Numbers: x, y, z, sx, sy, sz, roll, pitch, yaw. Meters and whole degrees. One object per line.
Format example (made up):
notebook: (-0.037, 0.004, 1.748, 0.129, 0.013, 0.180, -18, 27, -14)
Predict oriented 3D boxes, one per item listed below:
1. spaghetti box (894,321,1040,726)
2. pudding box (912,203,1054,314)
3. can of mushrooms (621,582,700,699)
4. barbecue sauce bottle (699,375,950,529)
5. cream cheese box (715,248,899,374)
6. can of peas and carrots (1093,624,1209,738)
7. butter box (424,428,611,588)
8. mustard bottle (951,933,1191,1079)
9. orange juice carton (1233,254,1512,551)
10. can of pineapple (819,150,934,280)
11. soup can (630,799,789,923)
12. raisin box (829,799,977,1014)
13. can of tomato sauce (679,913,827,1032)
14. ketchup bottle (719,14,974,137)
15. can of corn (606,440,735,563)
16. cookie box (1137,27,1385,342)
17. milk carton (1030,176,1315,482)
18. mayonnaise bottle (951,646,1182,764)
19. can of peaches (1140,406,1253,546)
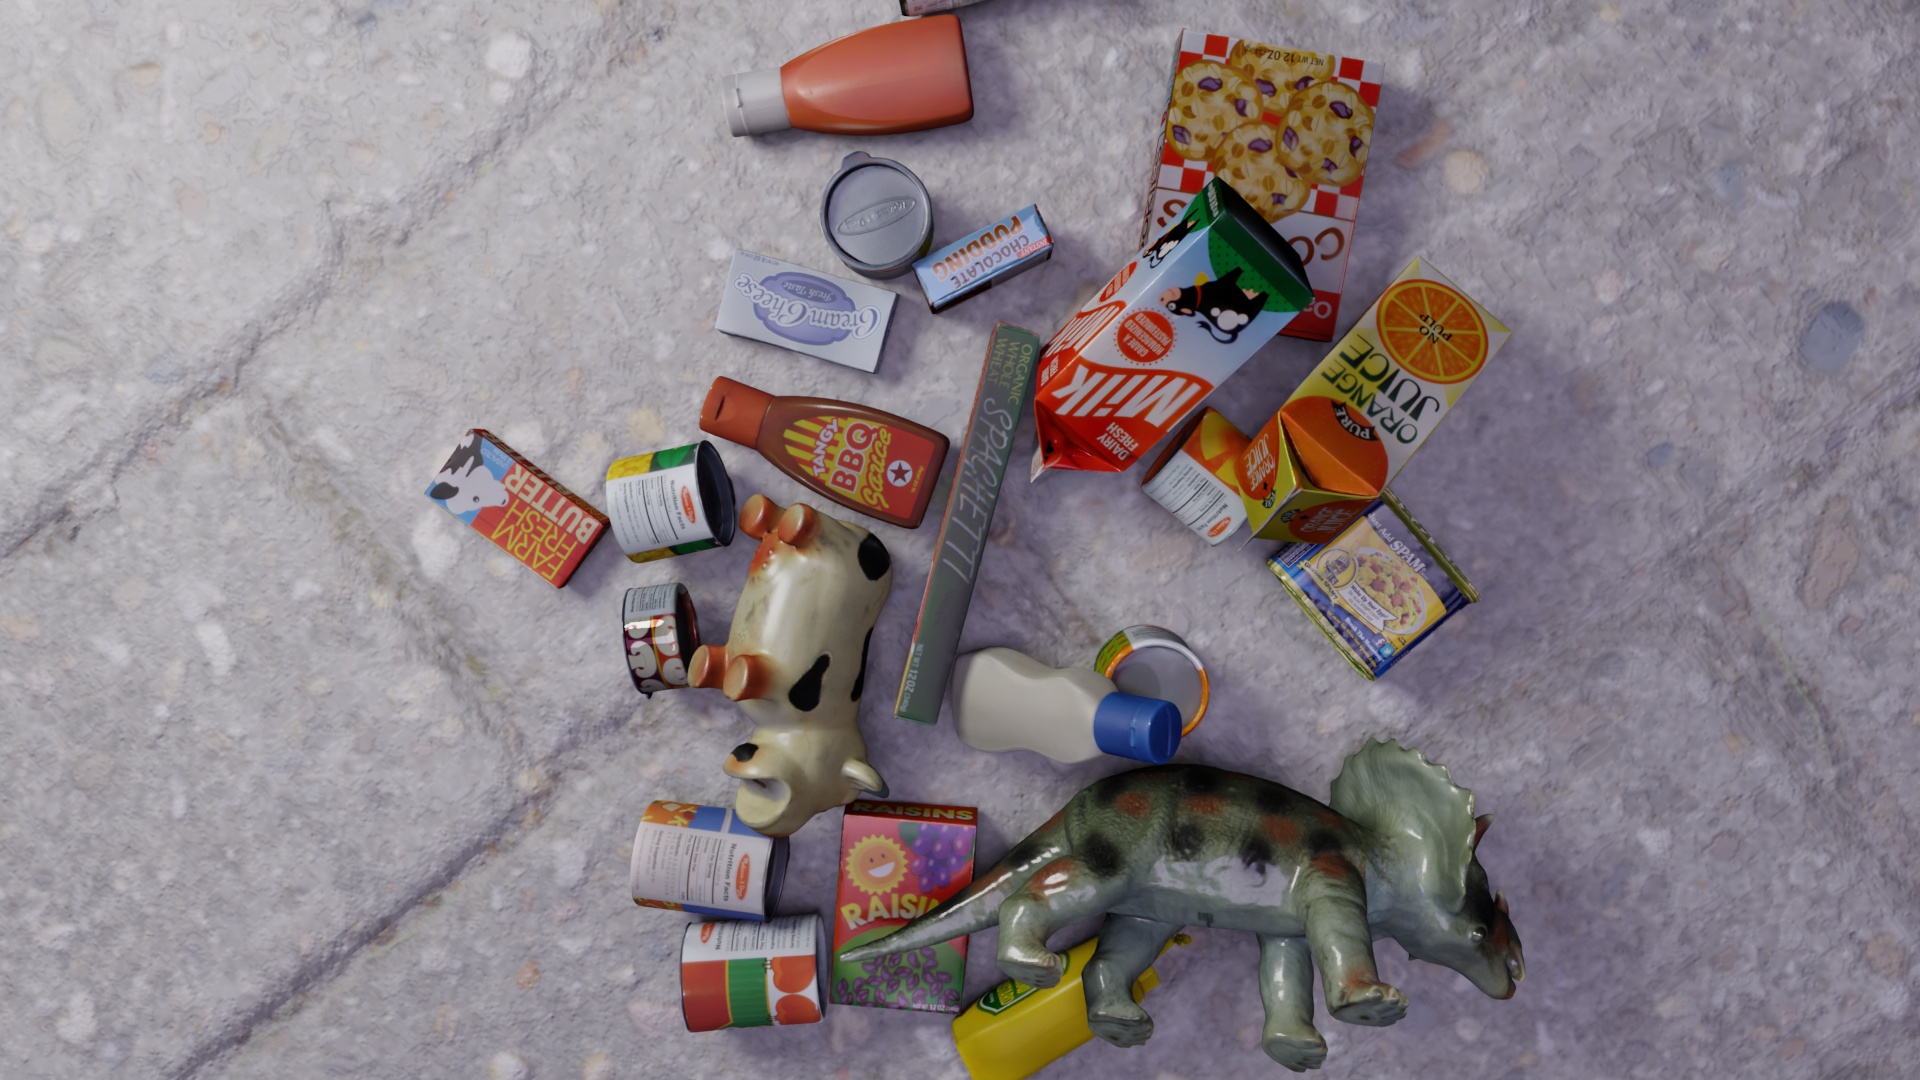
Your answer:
spaghetti box: (0.003, -0.011, 0.855, 0.029, 0.050, 0.249, 15, 94, -3)
pudding box: (0.014, -0.170, 0.844, 0.084, 0.050, 0.030, -26, 92, 2)
can of mushrooms: (-0.183, 0.062, 0.854, 0.033, 0.071, 0.071, -8, 94, 0)
barbecue sauce bottle: (-0.085, -0.060, 0.856, 0.148, 0.044, 0.064, 20, 95, -1)
cream cheese box: (-0.094, -0.141, 0.859, 0.104, 0.024, 0.053, 15, 96, 0)
can of peas and carrots: (0.117, 0.091, 0.857, 0.071, 0.059, 0.071, 0, 94, 1)
butter box: (-0.276, -0.020, 0.869, 0.103, 0.024, 0.053, 36, 94, -2)
mustard bottle: (0.072, 0.284, 0.872, 0.160, 0.065, 0.049, -29, 92, -5)
orange juice carton: (0.225, -0.069, 0.796, 0.073, 0.071, 0.193, 42, 66, 7)
can of pineapple: (-0.049, -0.195, 0.838, 0.071, 0.058, 0.071, 0, 94, 0)
soup can: (-0.154, 0.198, 0.864, 0.084, 0.071, 0.071, 6, 95, 5)
raisin box: (-0.035, 0.230, 0.879, 0.086, 0.040, 0.123, 5, 95, 0)
can of tomato sauce: (-0.128, 0.272, 0.869, 0.083, 0.071, 0.071, -4, 94, 0)
ketchup bottle: (-0.069, -0.274, 0.840, 0.149, 0.043, 0.064, -9, 93, 1)
can of corn: (-0.175, -0.023, 0.848, 0.058, 0.071, 0.071, -11, 94, 7)
cookie box: (0.178, -0.213, 0.844, 0.123, 0.040, 0.167, 10, 95, 0)
milk carton: (0.106, -0.110, 0.806, 0.073, 0.073, 0.190, 39, 117, -16)
mayonnaise bottle: (0.060, 0.103, 0.826, 0.148, 0.041, 0.064, 6, 100, 42)
can of peaches: (0.153, -0.041, 0.846, 0.058, 0.071, 0.071, 38, 94, -2)
